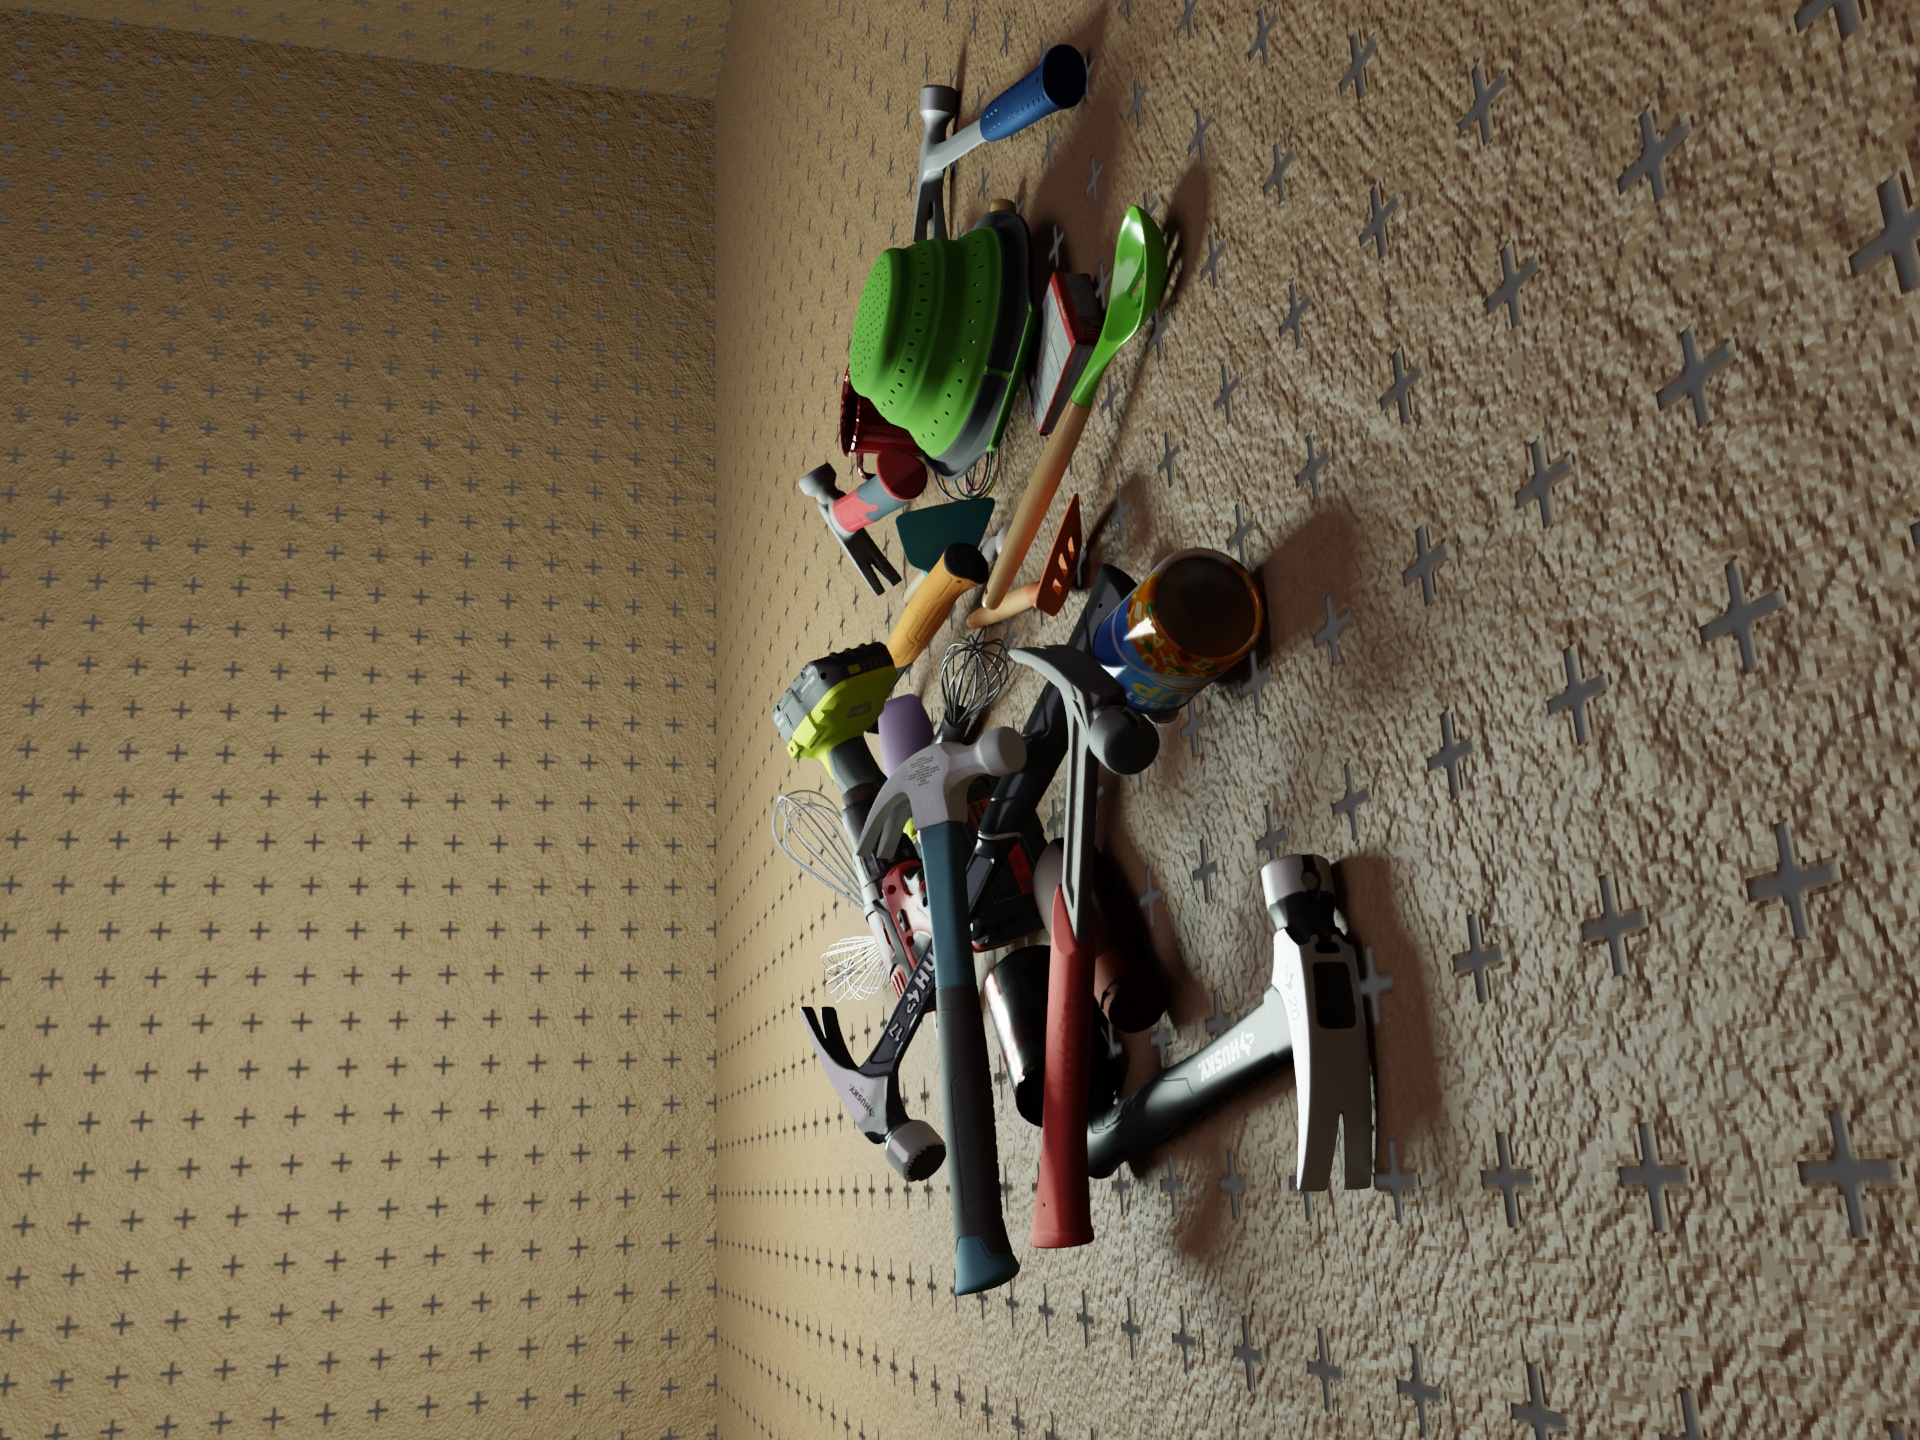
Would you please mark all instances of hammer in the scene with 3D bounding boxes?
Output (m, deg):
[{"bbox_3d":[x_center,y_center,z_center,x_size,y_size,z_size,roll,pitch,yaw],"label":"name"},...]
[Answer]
[{"bbox_3d":[-0.073,-0.185,1.443,0.143,0.038,0.386,56,171,-9],"label":"hammer"},{"bbox_3d":[0.060,0.140,0.905,0.149,0.036,0.359,-132,40,-64],"label":"hammer"},{"bbox_3d":[-0.057,-0.067,1.413,0.336,0.127,0.034,130,144,-60],"label":"hammer"},{"bbox_3d":[0.014,0.088,1.023,0.149,0.036,0.409,39,109,41],"label":"hammer"},{"bbox_3d":[0.125,0.198,0.841,0.334,0.035,0.146,119,150,-60],"label":"hammer"},{"bbox_3d":[0.021,-0.480,1.304,0.406,0.035,0.144,-144,57,-72],"label":"hammer"},{"bbox_3d":[0.000,0.177,0.973,0.128,0.033,0.331,-18,71,39],"label":"hammer"}]

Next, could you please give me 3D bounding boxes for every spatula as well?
[{"bbox_3d":[-0.034,0.128,1.425,0.060,0.018,0.316,-16,73,29],"label":"spatula"},{"bbox_3d":[-0.029,-0.140,1.412,0.317,0.082,0.044,156,102,-81],"label":"spatula"},{"bbox_3d":[0.041,-0.095,1.176,0.322,0.041,0.081,166,125,-76],"label":"spatula"}]

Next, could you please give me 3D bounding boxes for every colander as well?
[{"bbox_3d":[-0.044,-0.325,1.270,0.397,0.094,0.204,-118,42,-62],"label":"colander"}]

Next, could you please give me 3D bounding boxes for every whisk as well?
[{"bbox_3d":[0.022,-0.295,1.287,0.047,0.051,0.245,18,102,53],"label":"whisk"},{"bbox_3d":[-0.070,0.156,1.305,0.246,0.058,0.059,52,157,-6],"label":"whisk"},{"bbox_3d":[-0.003,-0.005,1.324,0.238,0.055,0.055,110,157,-60],"label":"whisk"},{"bbox_3d":[-0.075,0.222,1.551,0.284,0.070,0.070,134,136,-60],"label":"whisk"}]

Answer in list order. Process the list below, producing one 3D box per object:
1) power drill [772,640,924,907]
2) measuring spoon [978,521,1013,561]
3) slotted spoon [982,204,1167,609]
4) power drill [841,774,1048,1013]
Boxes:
[{"bbox_3d":[-0.059,0.053,1.337,0.229,0.080,0.190,61,144,14],"label":"power drill"},{"bbox_3d":[0.025,-0.140,1.280,0.124,0.018,0.034,-171,83,-76],"label":"measuring spoon"},{"bbox_3d":[0.070,-0.190,1.044,0.070,0.031,0.313,-101,26,-43],"label":"slotted spoon"},{"bbox_3d":[-0.021,0.108,1.186,0.188,0.080,0.226,68,153,14],"label":"power drill"}]
